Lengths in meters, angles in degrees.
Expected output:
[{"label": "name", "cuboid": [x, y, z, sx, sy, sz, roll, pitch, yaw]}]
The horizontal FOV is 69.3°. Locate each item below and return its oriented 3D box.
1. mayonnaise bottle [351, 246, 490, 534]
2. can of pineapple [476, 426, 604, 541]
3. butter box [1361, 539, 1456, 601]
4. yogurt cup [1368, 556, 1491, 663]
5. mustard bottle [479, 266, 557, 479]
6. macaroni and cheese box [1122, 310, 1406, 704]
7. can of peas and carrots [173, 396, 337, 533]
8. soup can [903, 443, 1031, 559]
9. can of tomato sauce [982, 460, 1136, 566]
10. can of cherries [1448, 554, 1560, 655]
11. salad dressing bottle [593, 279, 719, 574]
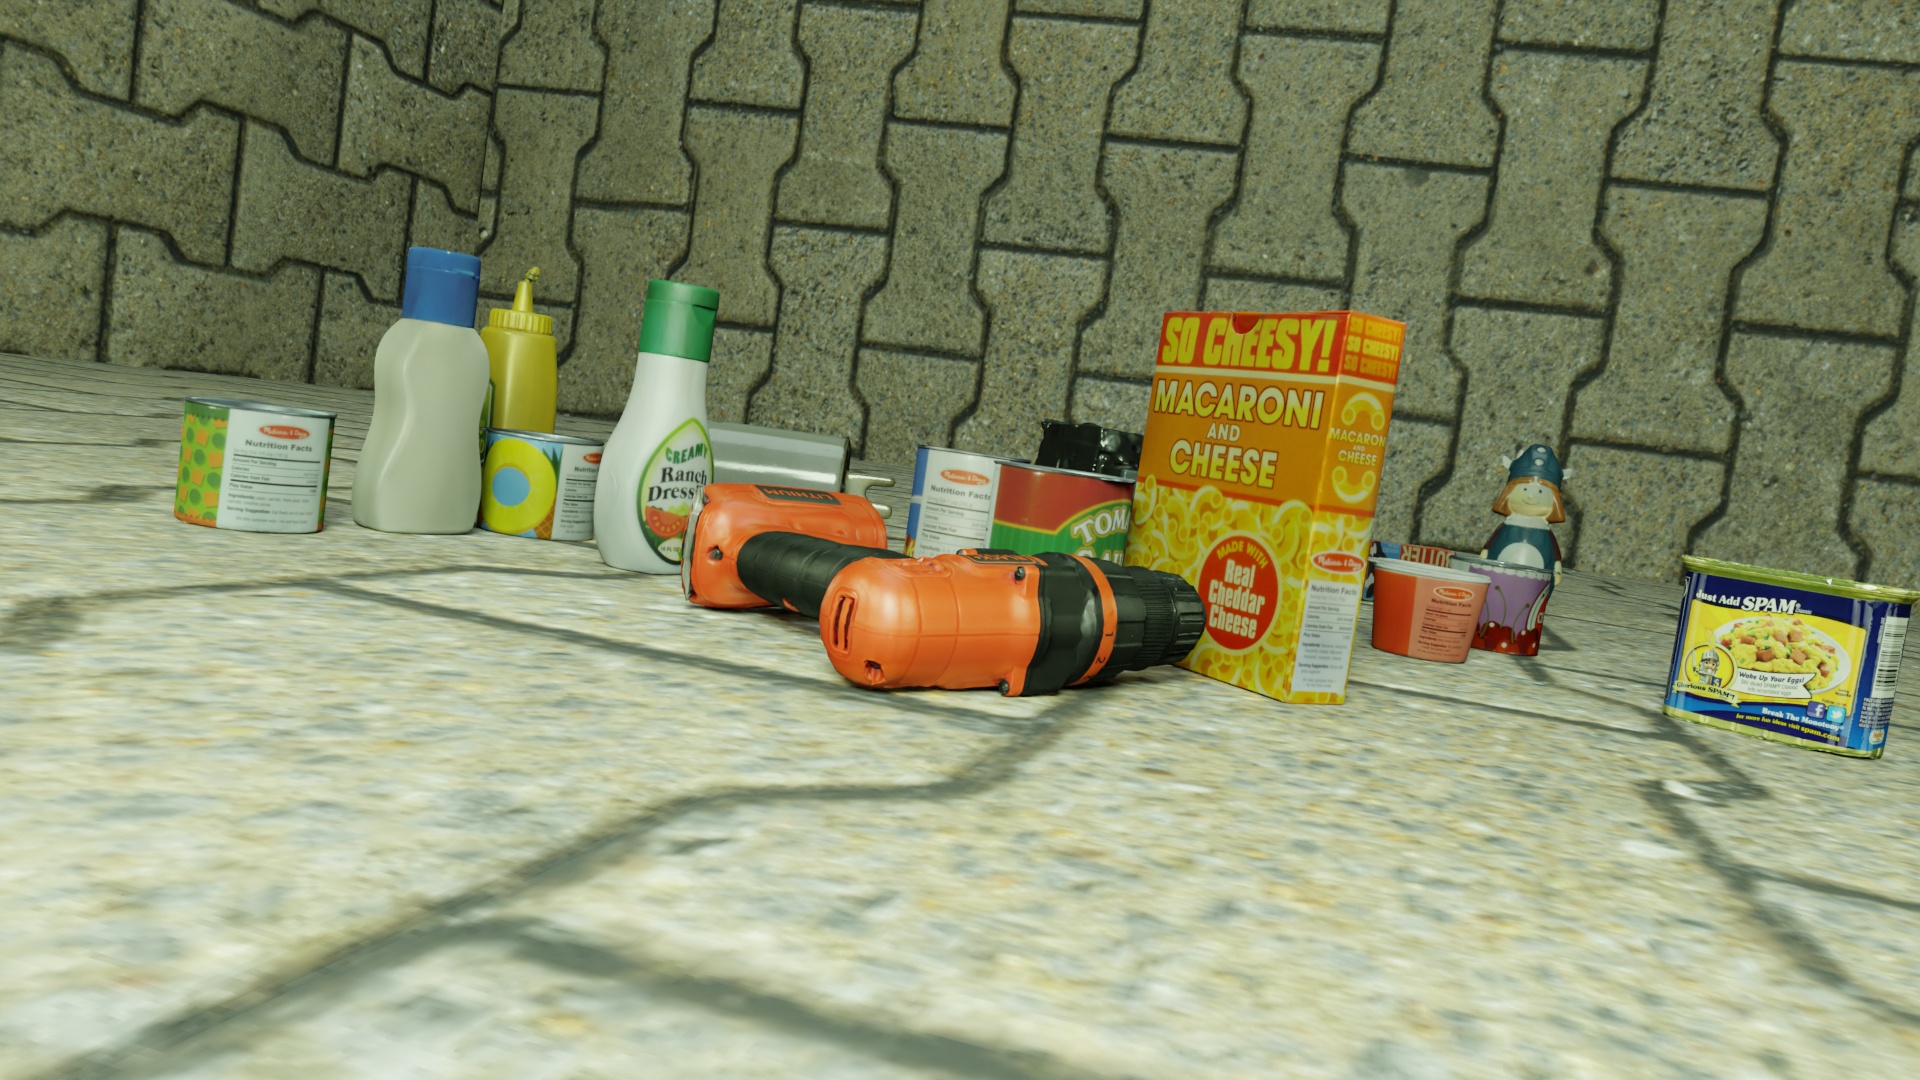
[{"label": "mayonnaise bottle", "cuboid": [-0.281, -0.078, 0.734, 0.041, 0.148, 0.065, 11, 5, 34]}, {"label": "can of pineapple", "cuboid": [-0.245, -0.033, 0.805, 0.071, 0.058, 0.071, 8, 4, 0]}, {"label": "butter box", "cuboid": [0.384, 0.029, 1.210, 0.103, 0.053, 0.024, 6, 4, -28]}, {"label": "yogurt cup", "cuboid": [0.278, 0.042, 0.832, 0.072, 0.054, 0.072, 8, 4, 0]}, {"label": "mustard bottle", "cuboid": [-0.293, -0.100, 0.906, 0.049, 0.160, 0.065, 5, 5, -45]}, {"label": "macaroni and cheese box", "cuboid": [0.131, -0.021, 0.634, 0.040, 0.166, 0.124, 6, 5, -31]}, {"label": "can of peas and carrots", "cuboid": [-0.341, -0.037, 0.672, 0.071, 0.058, 0.071, 8, 4, 0]}, {"label": "soup can", "cuboid": [0.003, -0.010, 0.799, 0.071, 0.083, 0.071, 8, 4, 0]}, {"label": "can of tomato sauce", "cuboid": [0.044, 0.008, 0.643, 0.071, 0.083, 0.071, 8, 4, 0]}, {"label": "can of cherries", "cuboid": [0.363, 0.044, 0.939, 0.071, 0.058, 0.071, 8, 4, 0]}, {"label": "salad dressing bottle", "cuboid": [-0.152, -0.058, 0.713, 0.044, 0.147, 0.064, 11, 5, 34]}]
